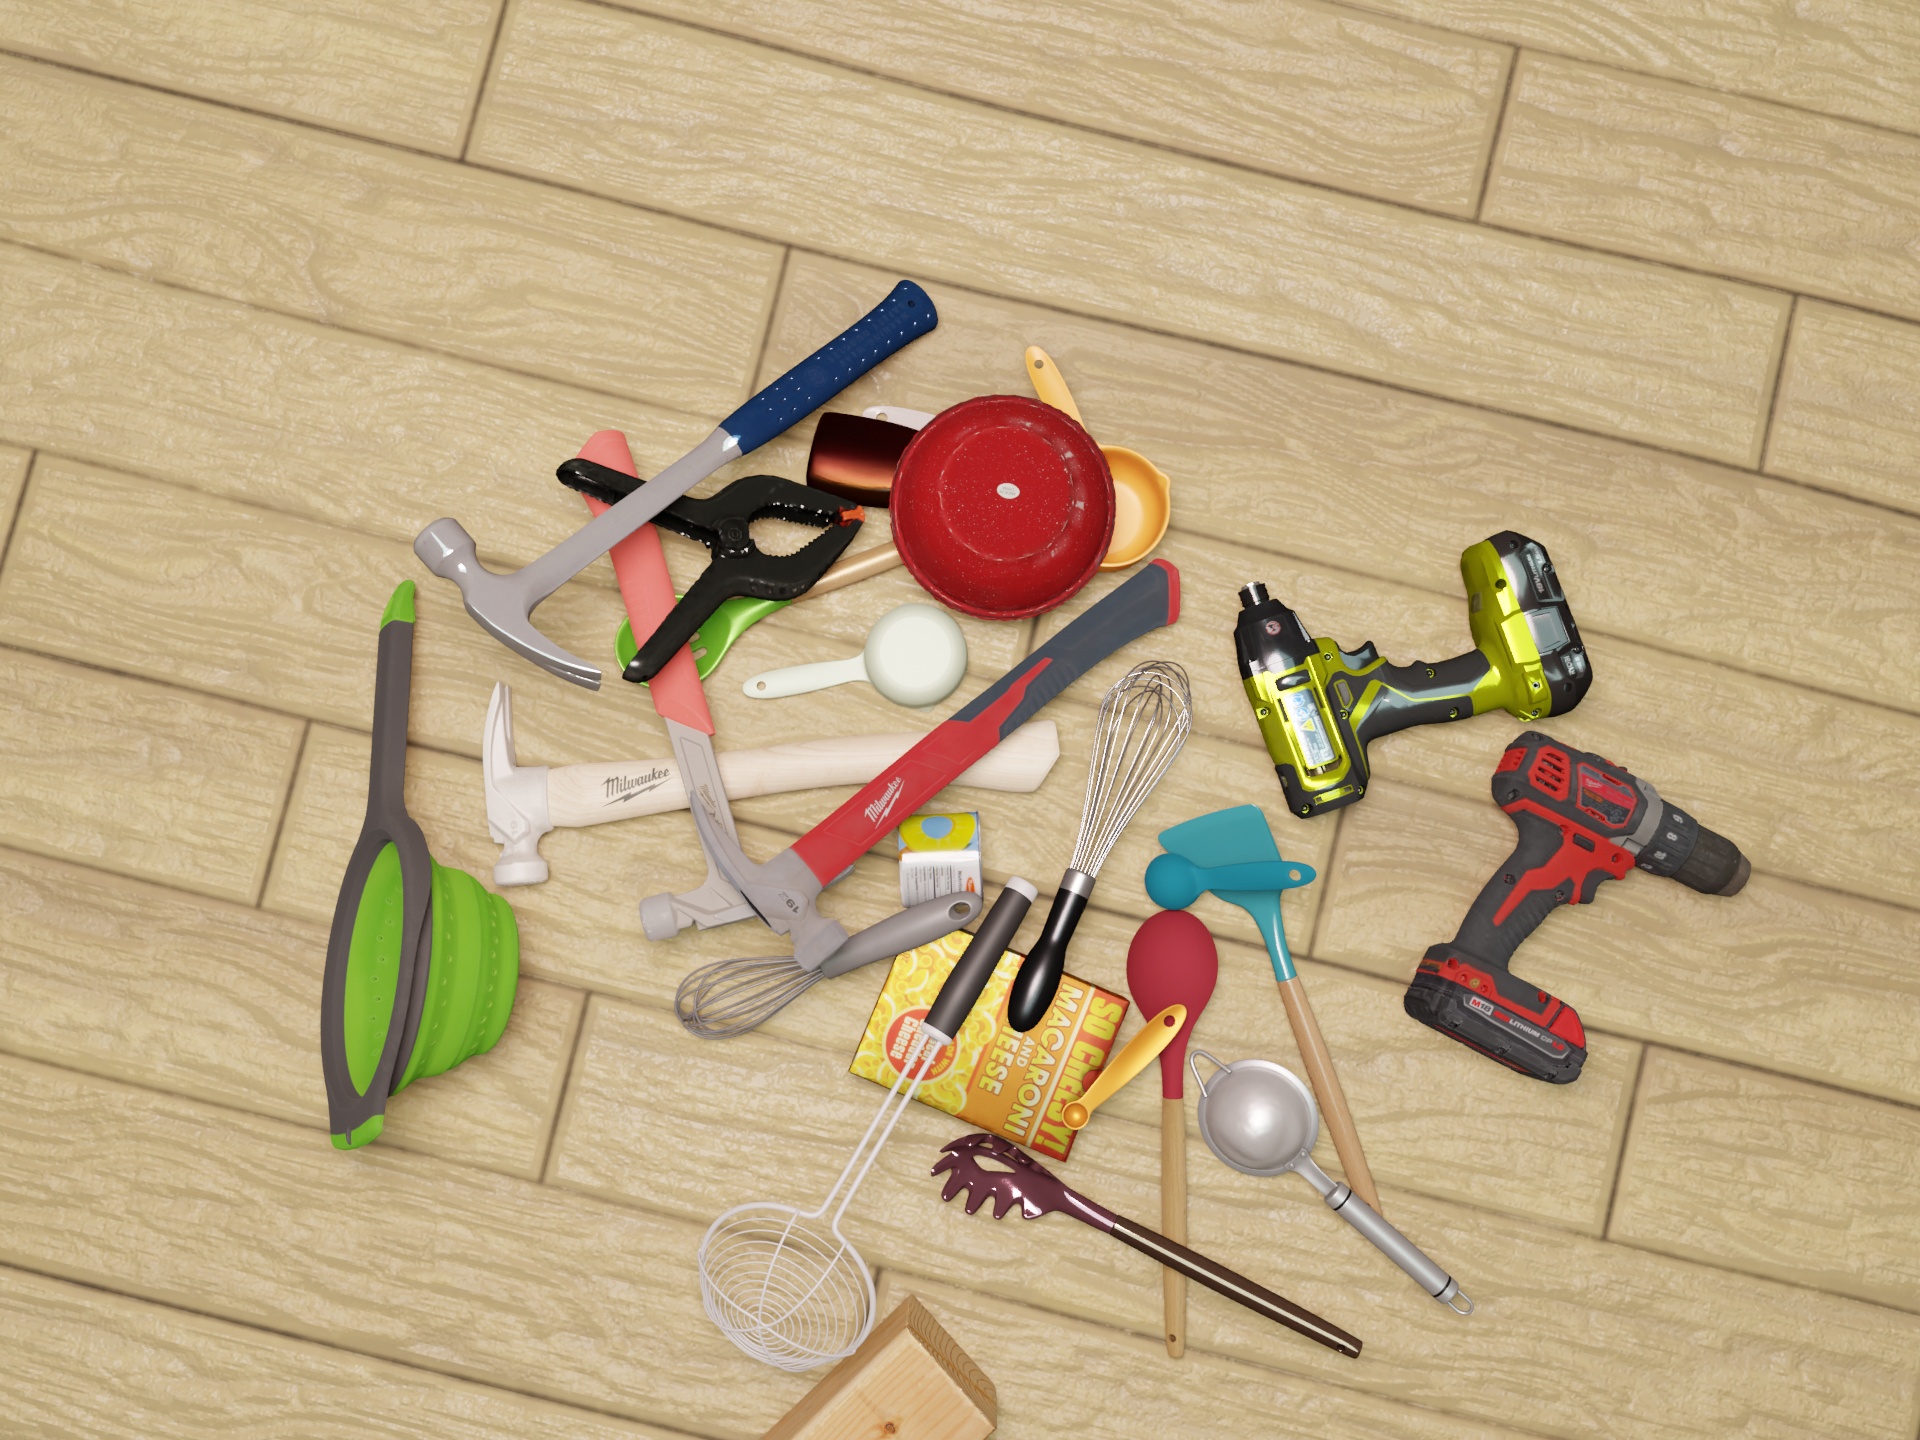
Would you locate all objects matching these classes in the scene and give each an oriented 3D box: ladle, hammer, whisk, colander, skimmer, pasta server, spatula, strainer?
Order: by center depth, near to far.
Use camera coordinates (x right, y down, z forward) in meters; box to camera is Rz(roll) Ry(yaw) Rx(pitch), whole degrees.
[{"bbox_3d":[-0.162,-0.180,1.087,0.144,0.035,0.405,47,65,3],"label":"hammer"},{"bbox_3d":[-0.050,0.270,1.091,0.127,0.090,0.363,31,76,6],"label":"skimmer"},{"bbox_3d":[-0.002,-0.004,1.103,0.386,0.038,0.143,-39,85,-17],"label":"hammer"},{"bbox_3d":[0.129,0.368,1.105,0.316,0.040,0.060,25,115,8],"label":"pasta server"},{"bbox_3d":[-0.366,0.093,1.109,0.094,0.204,0.397,10,67,-33],"label":"colander"},{"bbox_3d":[-0.094,0.167,1.111,0.239,0.055,0.055,-23,86,10],"label":"whisk"},{"bbox_3d":[-0.193,-0.035,1.115,0.149,0.036,0.359,-17,82,-5],"label":"hammer"},{"bbox_3d":[0.095,0.085,1.116,0.070,0.070,0.285,23,78,1],"label":"whisk"},{"bbox_3d":[0.259,0.328,1.116,0.258,0.050,0.087,41,109,4],"label":"strainer"},{"bbox_3d":[0.151,0.294,1.131,0.069,0.031,0.315,-1,89,28],"label":"ladle"},{"bbox_3d":[0.236,0.212,1.132,0.082,0.044,0.317,-21,89,31],"label":"spatula"},{"bbox_3d":[-0.135,0.026,1.146,0.410,0.038,0.146,-6,85,-1],"label":"hammer"}]

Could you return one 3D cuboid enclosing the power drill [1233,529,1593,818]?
[{"bbox_3d":[0.315,-0.045,1.137,0.223,0.080,0.171,-19,86,1],"label":"power drill"}]

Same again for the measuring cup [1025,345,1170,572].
[{"bbox_3d":[0.087,-0.188,1.157,0.095,0.052,0.174,-25,85,-2],"label":"measuring cup"}]

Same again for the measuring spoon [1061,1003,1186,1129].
[{"bbox_3d":[0.114,0.240,1.107,0.117,0.011,0.021,-43,92,-8],"label":"measuring spoon"}]

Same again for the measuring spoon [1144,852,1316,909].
[{"bbox_3d":[0.184,0.112,1.106,0.128,0.021,0.042,-8,101,33],"label":"measuring spoon"}]

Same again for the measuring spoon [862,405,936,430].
[{"bbox_3d":[-0.012,-0.213,1.178,0.124,0.018,0.034,14,81,7],"label":"measuring spoon"}]

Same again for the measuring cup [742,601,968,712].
[{"bbox_3d":[-0.076,-0.039,1.149,0.167,0.038,0.083,-11,86,-3],"label":"measuring cup"}]

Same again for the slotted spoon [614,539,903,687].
[{"bbox_3d":[-0.100,-0.100,1.160,0.314,0.031,0.070,-22,84,-4],"label":"slotted spoon"}]

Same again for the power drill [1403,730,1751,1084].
[{"bbox_3d":[0.437,0.141,1.126,0.188,0.080,0.227,27,83,1],"label":"power drill"}]
